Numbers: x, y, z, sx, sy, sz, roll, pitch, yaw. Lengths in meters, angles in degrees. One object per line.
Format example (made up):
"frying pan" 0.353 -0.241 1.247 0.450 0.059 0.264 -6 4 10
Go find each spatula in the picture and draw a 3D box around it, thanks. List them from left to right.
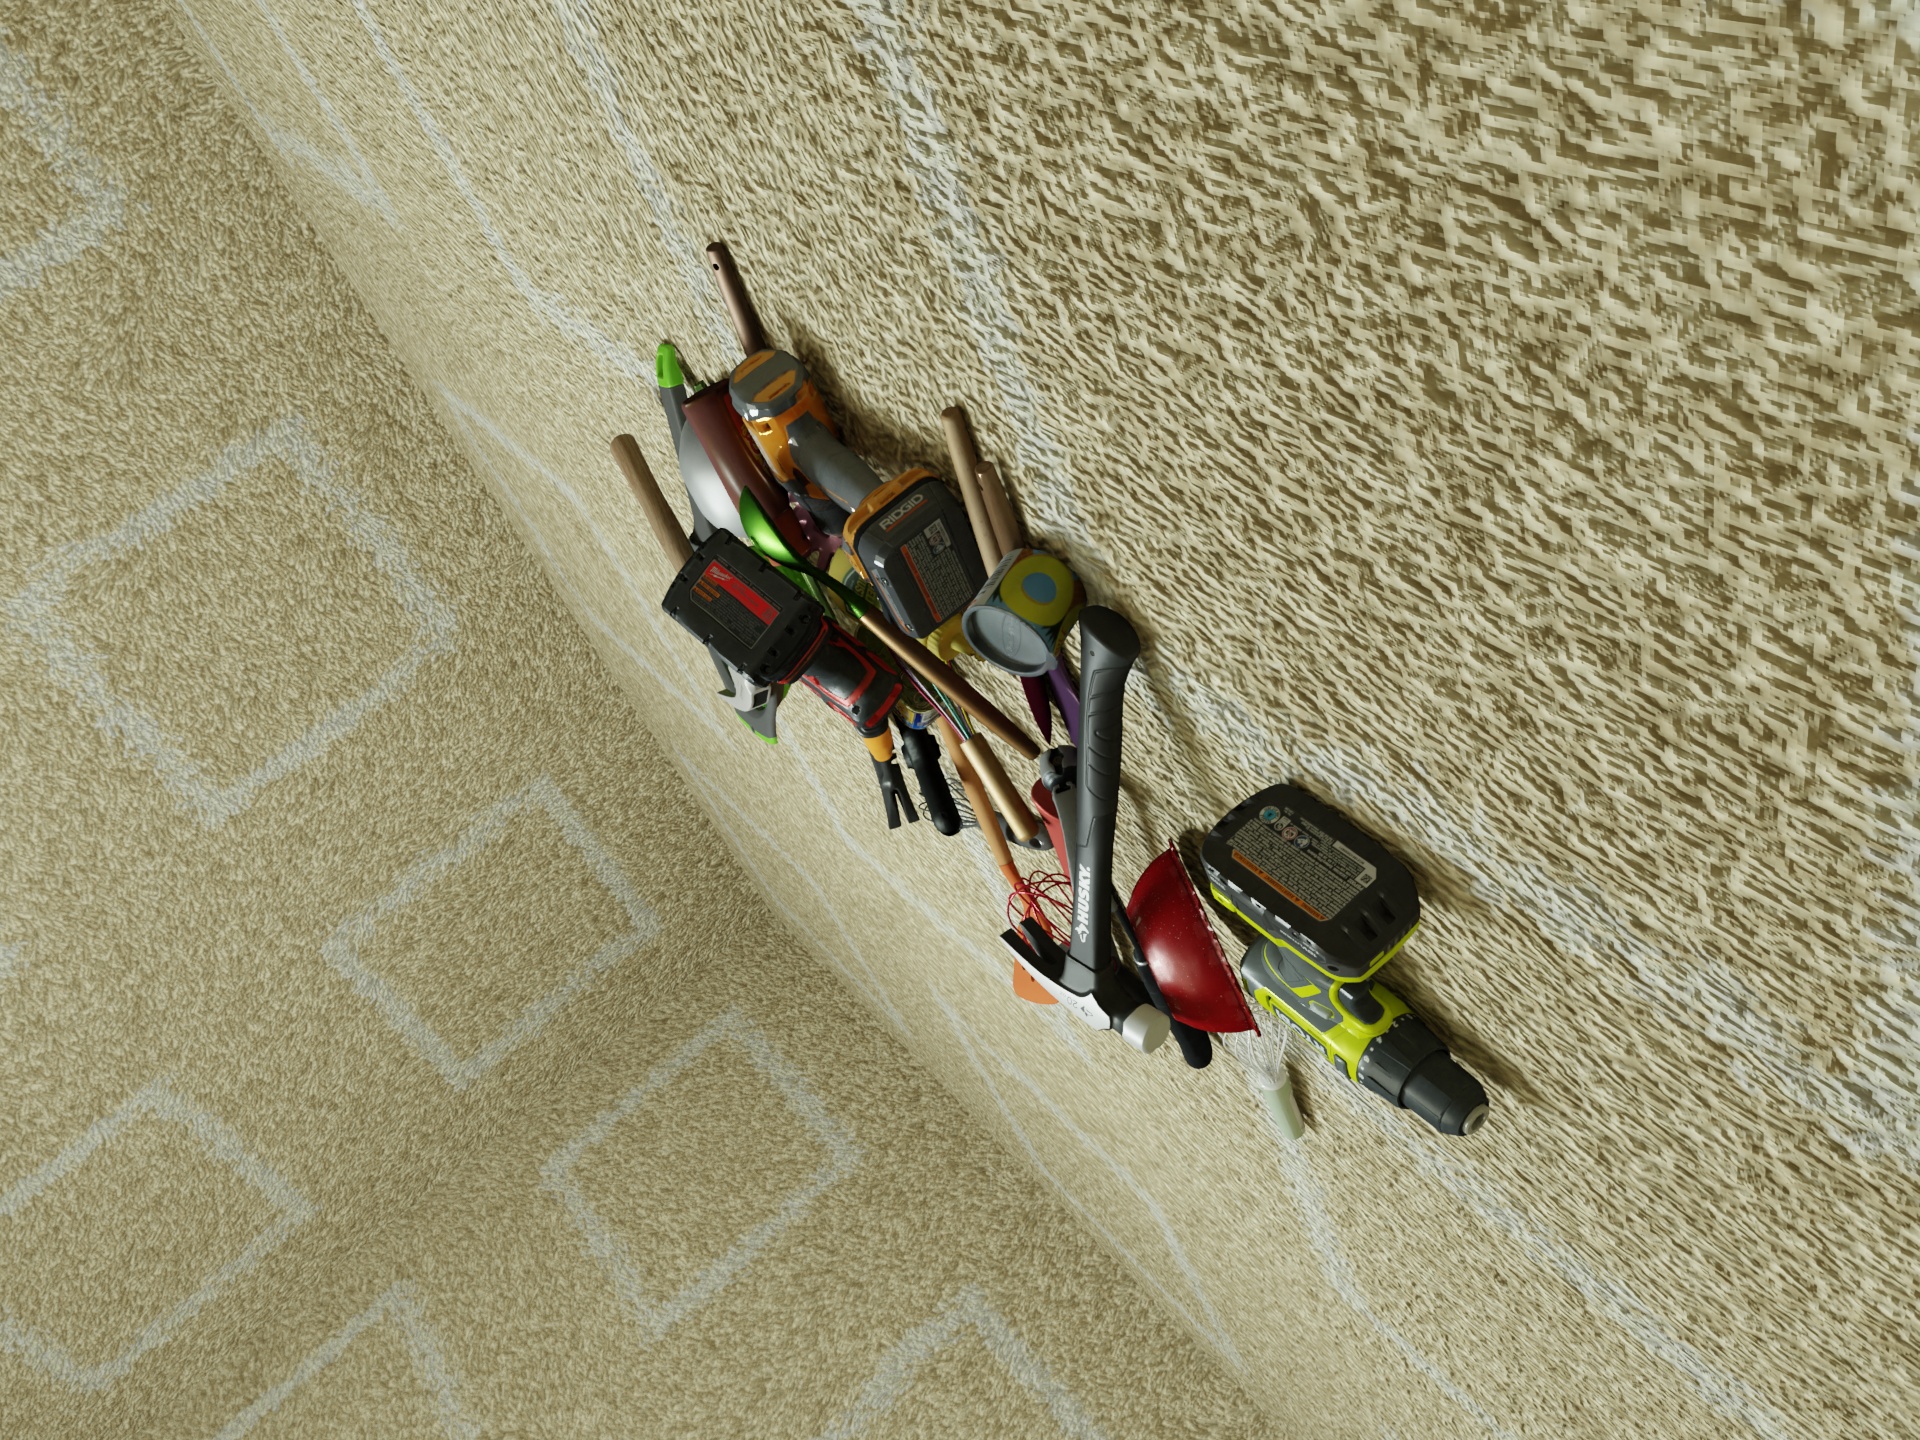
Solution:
"spatula" 0.027 0.117 1.503 0.081 0.041 0.322 -4 111 60
"spatula" 0.060 -0.064 1.136 0.060 0.018 0.315 49 168 42

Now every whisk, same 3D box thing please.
"whisk" -0.001 -0.005 1.357 0.245 0.047 0.051 58 175 -1
"whisk" 0.025 0.095 1.574 0.239 0.055 0.055 15 141 59
"whisk" 0.123 0.213 1.424 0.073 0.073 0.295 36 171 45
"whisk" 0.267 0.302 1.363 0.246 0.059 0.058 62 -161 -47

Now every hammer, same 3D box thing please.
"hammer" -0.264 -0.148 1.539 0.332 0.031 0.130 59 156 24
"hammer" -0.077 0.029 1.545 0.337 0.034 0.127 90 163 -82
"hammer" 0.114 0.161 1.482 0.149 0.037 0.358 39 161 38
"hammer" 0.091 0.072 1.111 0.146 0.035 0.334 29 132 38
"hammer" 0.155 0.195 1.363 0.408 0.036 0.149 59 -165 -46

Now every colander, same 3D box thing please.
"colander" -0.205 -0.177 1.545 0.205 0.094 0.396 31 138 57

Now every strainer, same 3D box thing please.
"strainer" -0.187 -0.174 1.427 0.256 0.069 0.152 65 172 -30

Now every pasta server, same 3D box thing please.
"pasta server" -0.146 -0.241 1.280 0.060 0.040 0.315 3 140 21

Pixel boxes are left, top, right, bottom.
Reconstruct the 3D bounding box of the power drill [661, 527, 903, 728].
"power drill" -0.154 -0.081 1.299 0.188 0.080 0.226 39 -178 20

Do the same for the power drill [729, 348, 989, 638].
"power drill" -0.074 -0.158 1.192 0.226 0.084 0.185 46 171 33

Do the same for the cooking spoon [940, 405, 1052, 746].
"cooking spoon" 0.031 -0.095 1.133 0.318 0.017 0.069 69 -171 -46

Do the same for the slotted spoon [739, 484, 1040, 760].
"slotted spoon" -0.055 -0.068 1.230 0.313 0.031 0.070 40 -174 -16

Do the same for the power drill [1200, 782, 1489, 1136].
"power drill" 0.247 0.160 1.016 0.191 0.080 0.228 39 164 42
